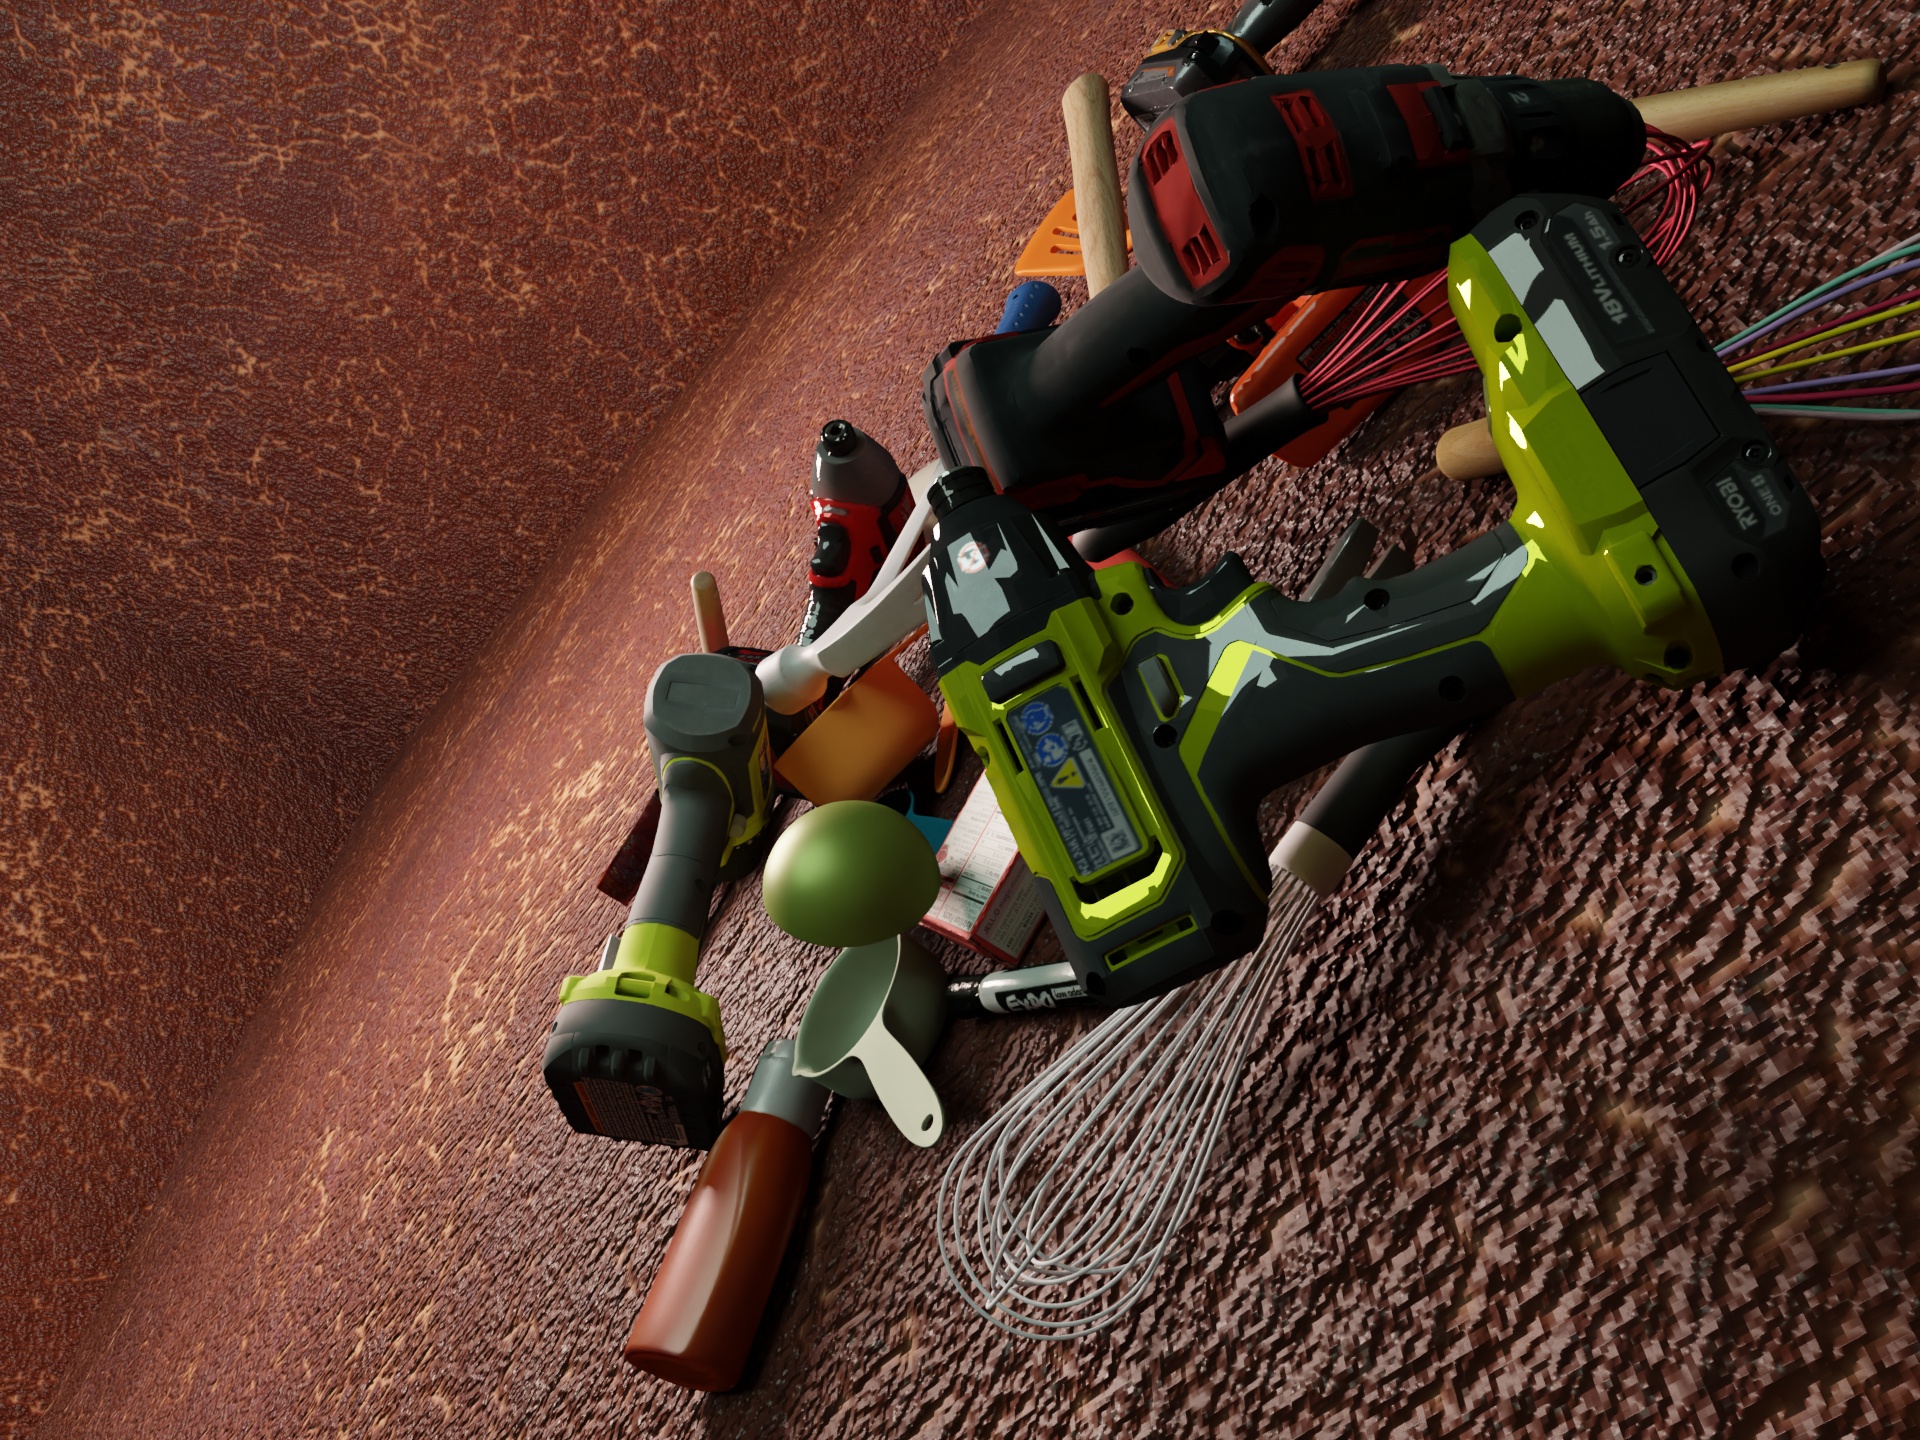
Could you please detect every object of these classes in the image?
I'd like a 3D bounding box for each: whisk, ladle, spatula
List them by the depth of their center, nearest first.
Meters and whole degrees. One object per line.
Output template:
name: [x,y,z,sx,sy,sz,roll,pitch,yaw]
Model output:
whisk: [0.233,-0.102,0.488,0.047,0.051,0.245,-39,12,-18]
whisk: [0.091,0.070,0.505,0.284,0.070,0.070,-53,20,-7]
whisk: [0.155,-0.139,0.633,0.296,0.073,0.073,-31,31,37]
ladle: [-0.074,0.080,0.813,0.078,0.062,0.320,-14,-3,-13]
spatula: [0.131,-0.338,1.056,0.081,0.041,0.323,-56,22,-6]

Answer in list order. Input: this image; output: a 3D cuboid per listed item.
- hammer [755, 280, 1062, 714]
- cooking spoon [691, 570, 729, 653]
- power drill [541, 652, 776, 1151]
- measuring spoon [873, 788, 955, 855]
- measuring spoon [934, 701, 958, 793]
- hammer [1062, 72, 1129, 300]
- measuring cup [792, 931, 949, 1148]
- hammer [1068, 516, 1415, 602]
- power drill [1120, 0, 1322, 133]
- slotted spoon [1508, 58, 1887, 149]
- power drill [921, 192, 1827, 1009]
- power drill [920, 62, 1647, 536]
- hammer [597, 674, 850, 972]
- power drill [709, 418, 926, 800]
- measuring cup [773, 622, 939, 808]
hammer: [0.001,-0.163,0.955,0.144,0.035,0.406,-29,25,37]
cooking spoon: [-0.159,-0.028,1.057,0.069,0.017,0.318,-63,-5,-19]
power drill: [-0.146,0.103,0.845,0.190,0.080,0.229,95,-177,-58]
measuring spoon: [-0.013,0.062,0.801,0.042,0.021,0.129,-50,28,-17]
measuring spoon: [-0.001,-0.003,0.880,0.021,0.011,0.117,-50,22,41]
hammer: [0.091,-0.295,0.988,0.130,0.031,0.332,-35,43,38]
measuring cup: [-0.023,0.142,0.665,0.083,0.038,0.168,-55,23,1]
hammer: [0.083,-0.070,0.759,0.149,0.036,0.359,-51,21,10]
power drill: [0.220,-0.458,0.998,0.226,0.084,0.185,-49,22,3]
slotted spoon: [0.198,-0.227,0.640,0.314,0.031,0.070,7,37,46]
power drill: [0.101,-0.041,0.454,0.223,0.080,0.171,-29,73,16]
power drill: [0.104,-0.146,0.550,0.188,0.080,0.226,-18,-7,-28]
hammer: [-0.144,0.065,1.049,0.331,0.033,0.128,-59,22,-12]
power drill: [-0.087,-0.072,0.981,0.078,0.143,0.220,11,61,19]
measuring cup: [-0.023,-0.016,0.872,0.173,0.052,0.095,-42,0,-13]
